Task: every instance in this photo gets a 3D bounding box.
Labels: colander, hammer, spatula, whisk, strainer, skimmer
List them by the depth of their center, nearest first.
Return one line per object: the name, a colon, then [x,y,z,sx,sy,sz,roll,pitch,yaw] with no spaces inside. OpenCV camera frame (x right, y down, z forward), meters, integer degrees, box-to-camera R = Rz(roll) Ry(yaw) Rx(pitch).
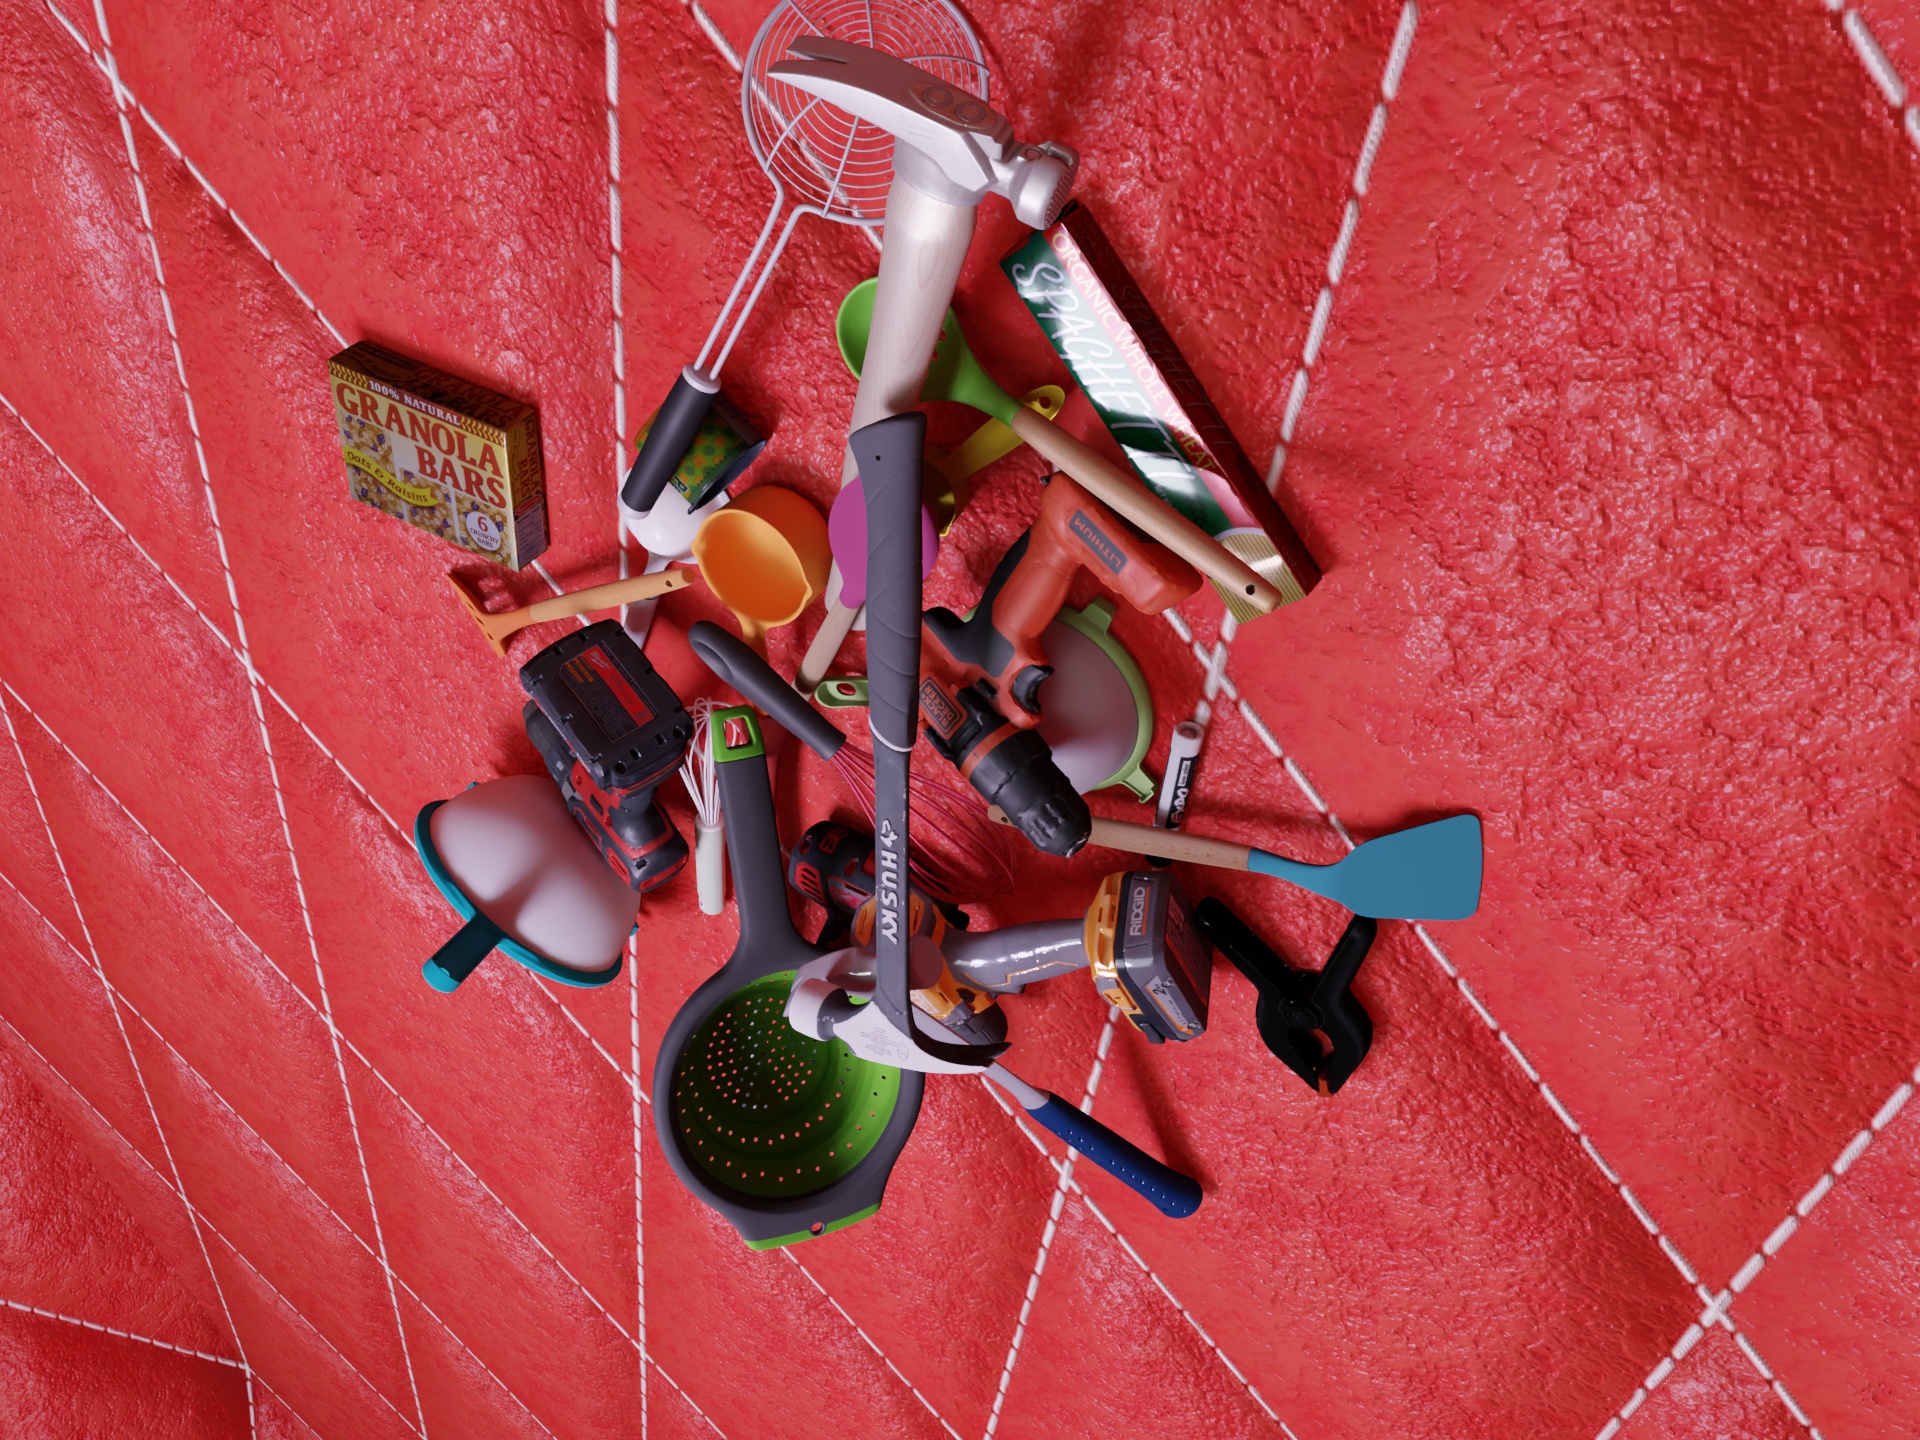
hammer: [-0.049,-0.179,0.880,0.146,0.038,0.410,28,149,5]
skimmer: [-0.111,-0.250,0.907,0.127,0.090,0.363,36,134,-6]
hammer: [-0.036,0.026,0.912,0.149,0.036,0.408,15,117,29]
spatula: [0.164,0.078,1.013,0.317,0.044,0.082,9,129,27]
strainer: [-0.002,-0.003,1.049,0.256,0.069,0.151,2,124,31]
whisk: [-0.073,0.032,1.100,0.295,0.073,0.073,42,137,-16]
strainer: [-0.222,-0.100,1.147,0.087,0.050,0.258,26,139,-5]
hammer: [0.043,0.268,1.147,0.144,0.035,0.405,-16,136,39]
spatula: [-0.294,-0.089,1.179,0.323,0.041,0.081,-6,120,43]
colander: [-0.147,0.182,1.180,0.094,0.204,0.397,-168,68,-67]
strainer: [-0.335,0.124,1.249,0.211,0.340,0.095,43,96,-7]
whisk: [-0.198,0.074,1.264,0.246,0.059,0.058,97,157,-45]
hammer: [-0.162,0.147,1.270,0.036,0.149,0.358,-1,120,-12]

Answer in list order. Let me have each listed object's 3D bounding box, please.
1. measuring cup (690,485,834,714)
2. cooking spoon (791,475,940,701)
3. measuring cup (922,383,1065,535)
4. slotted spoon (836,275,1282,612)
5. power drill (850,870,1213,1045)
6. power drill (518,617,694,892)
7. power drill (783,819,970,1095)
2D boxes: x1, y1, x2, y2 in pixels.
measuring cup: [-0.128,-0.082,1.089,0.095,0.052,0.173,21,135,19]
cooking spoon: [-0.076,-0.067,1.016,0.069,0.017,0.318,35,150,-2]
measuring cup: [0.011,-0.162,0.950,0.156,0.029,0.062,-29,105,41]
slotted spoon: [0.051,-0.152,0.879,0.314,0.031,0.070,40,114,22]
power drill: [0.058,0.180,1.110,0.226,0.084,0.185,-7,141,24]
power drill: [-0.277,0.016,1.207,0.188,0.080,0.226,50,155,16]
power drill: [-0.068,0.189,1.243,0.143,0.078,0.219,23,130,18]
